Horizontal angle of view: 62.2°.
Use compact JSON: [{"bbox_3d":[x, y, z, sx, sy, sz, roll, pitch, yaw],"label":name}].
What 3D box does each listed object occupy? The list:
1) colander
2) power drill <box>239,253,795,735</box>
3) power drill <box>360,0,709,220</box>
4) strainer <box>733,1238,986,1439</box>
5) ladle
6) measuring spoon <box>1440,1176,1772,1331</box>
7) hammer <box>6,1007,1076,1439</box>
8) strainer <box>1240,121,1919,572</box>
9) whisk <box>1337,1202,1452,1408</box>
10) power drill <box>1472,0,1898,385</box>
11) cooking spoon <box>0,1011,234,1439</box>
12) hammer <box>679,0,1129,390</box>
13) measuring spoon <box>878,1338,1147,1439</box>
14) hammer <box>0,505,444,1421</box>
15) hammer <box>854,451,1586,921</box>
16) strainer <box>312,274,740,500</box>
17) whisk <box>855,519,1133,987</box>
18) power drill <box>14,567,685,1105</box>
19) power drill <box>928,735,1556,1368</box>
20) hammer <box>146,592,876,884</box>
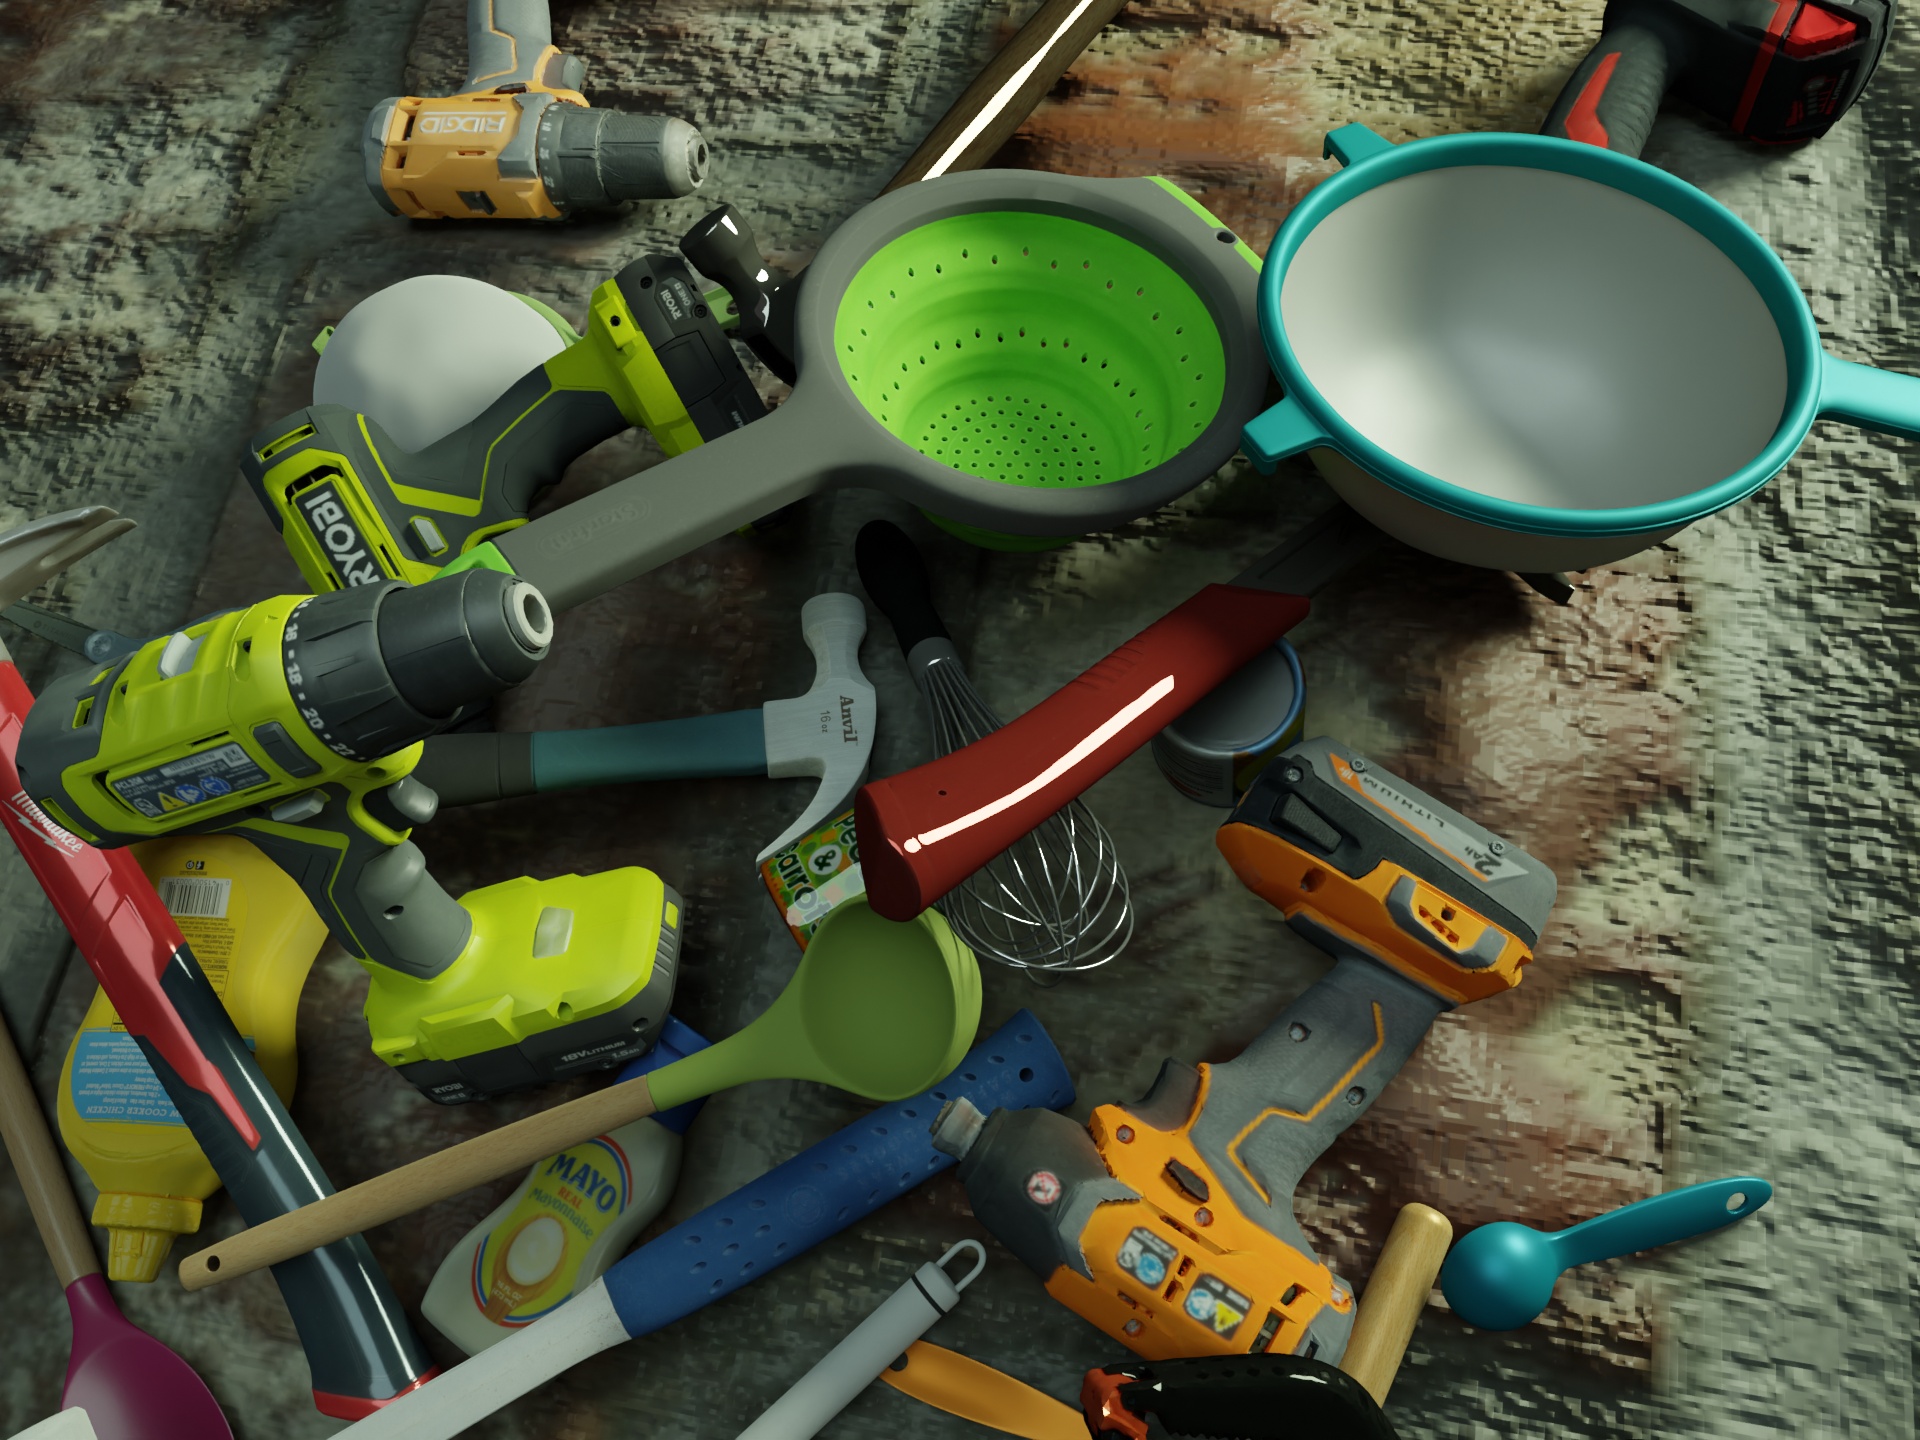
[{"bbox_3d":[-0.038,-0.107,0.682,0.397,0.094,0.205,-30,65,-22],"label":"colander"},{"bbox_3d":[-0.193,-0.100,0.741,0.223,0.080,0.171,-29,95,-1],"label":"power drill"},{"bbox_3d":[-0.216,-0.378,0.878,0.185,0.084,0.226,4,73,11],"label":"power drill"},{"bbox_3d":[-0.090,0.284,0.595,0.258,0.050,0.087,-40,50,-10],"label":"strainer"},{"bbox_3d":[-0.143,0.149,0.596,0.320,0.062,0.078,-21,74,-3],"label":"ladle"},{"bbox_3d":[0.239,0.193,0.578,0.128,0.021,0.042,-16,108,-2],"label":"measuring spoon"},{"bbox_3d":[-0.136,0.231,0.596,0.405,0.035,0.144,-27,82,-12],"label":"hammer"},{"bbox_3d":[0.281,-0.116,0.633,0.340,0.095,0.211,15,59,8],"label":"strainer"},{"bbox_3d":[0.120,0.286,0.563,0.047,0.051,0.245,32,71,-4],"label":"whisk"},{"bbox_3d":[0.326,-0.248,0.728,0.188,0.080,0.227,40,82,22],"label":"power drill"},{"bbox_3d":[-0.387,0.221,0.688,0.069,0.017,0.319,-35,67,-6],"label":"cooking spoon"},{"bbox_3d":[0.002,-0.287,0.795,0.031,0.130,0.331,2,50,51],"label":"hammer"},{"bbox_3d":[0.016,0.260,0.606,0.117,0.011,0.021,14,69,19],"label":"measuring spoon"},{"bbox_3d":[-0.308,0.100,0.639,0.143,0.038,0.386,-34,85,-6],"label":"hammer"},{"bbox_3d":[0.100,-0.025,0.606,0.149,0.036,0.359,37,49,23],"label":"hammer"},{"bbox_3d":[-0.219,-0.189,0.802,0.256,0.069,0.152,-19,65,3],"label":"strainer"},{"bbox_3d":[0.000,-0.002,0.656,0.070,0.070,0.285,-24,43,0],"label":"whisk"},{"bbox_3d":[-0.199,0.044,0.597,0.190,0.228,0.080,-16,43,14],"label":"power drill"},{"bbox_3d":[0.103,0.122,0.597,0.164,0.084,0.226,31,78,7],"label":"power drill"},{"bbox_3d":[-0.200,0.019,0.697,0.331,0.033,0.128,-6,66,-6],"label":"hammer"}]
